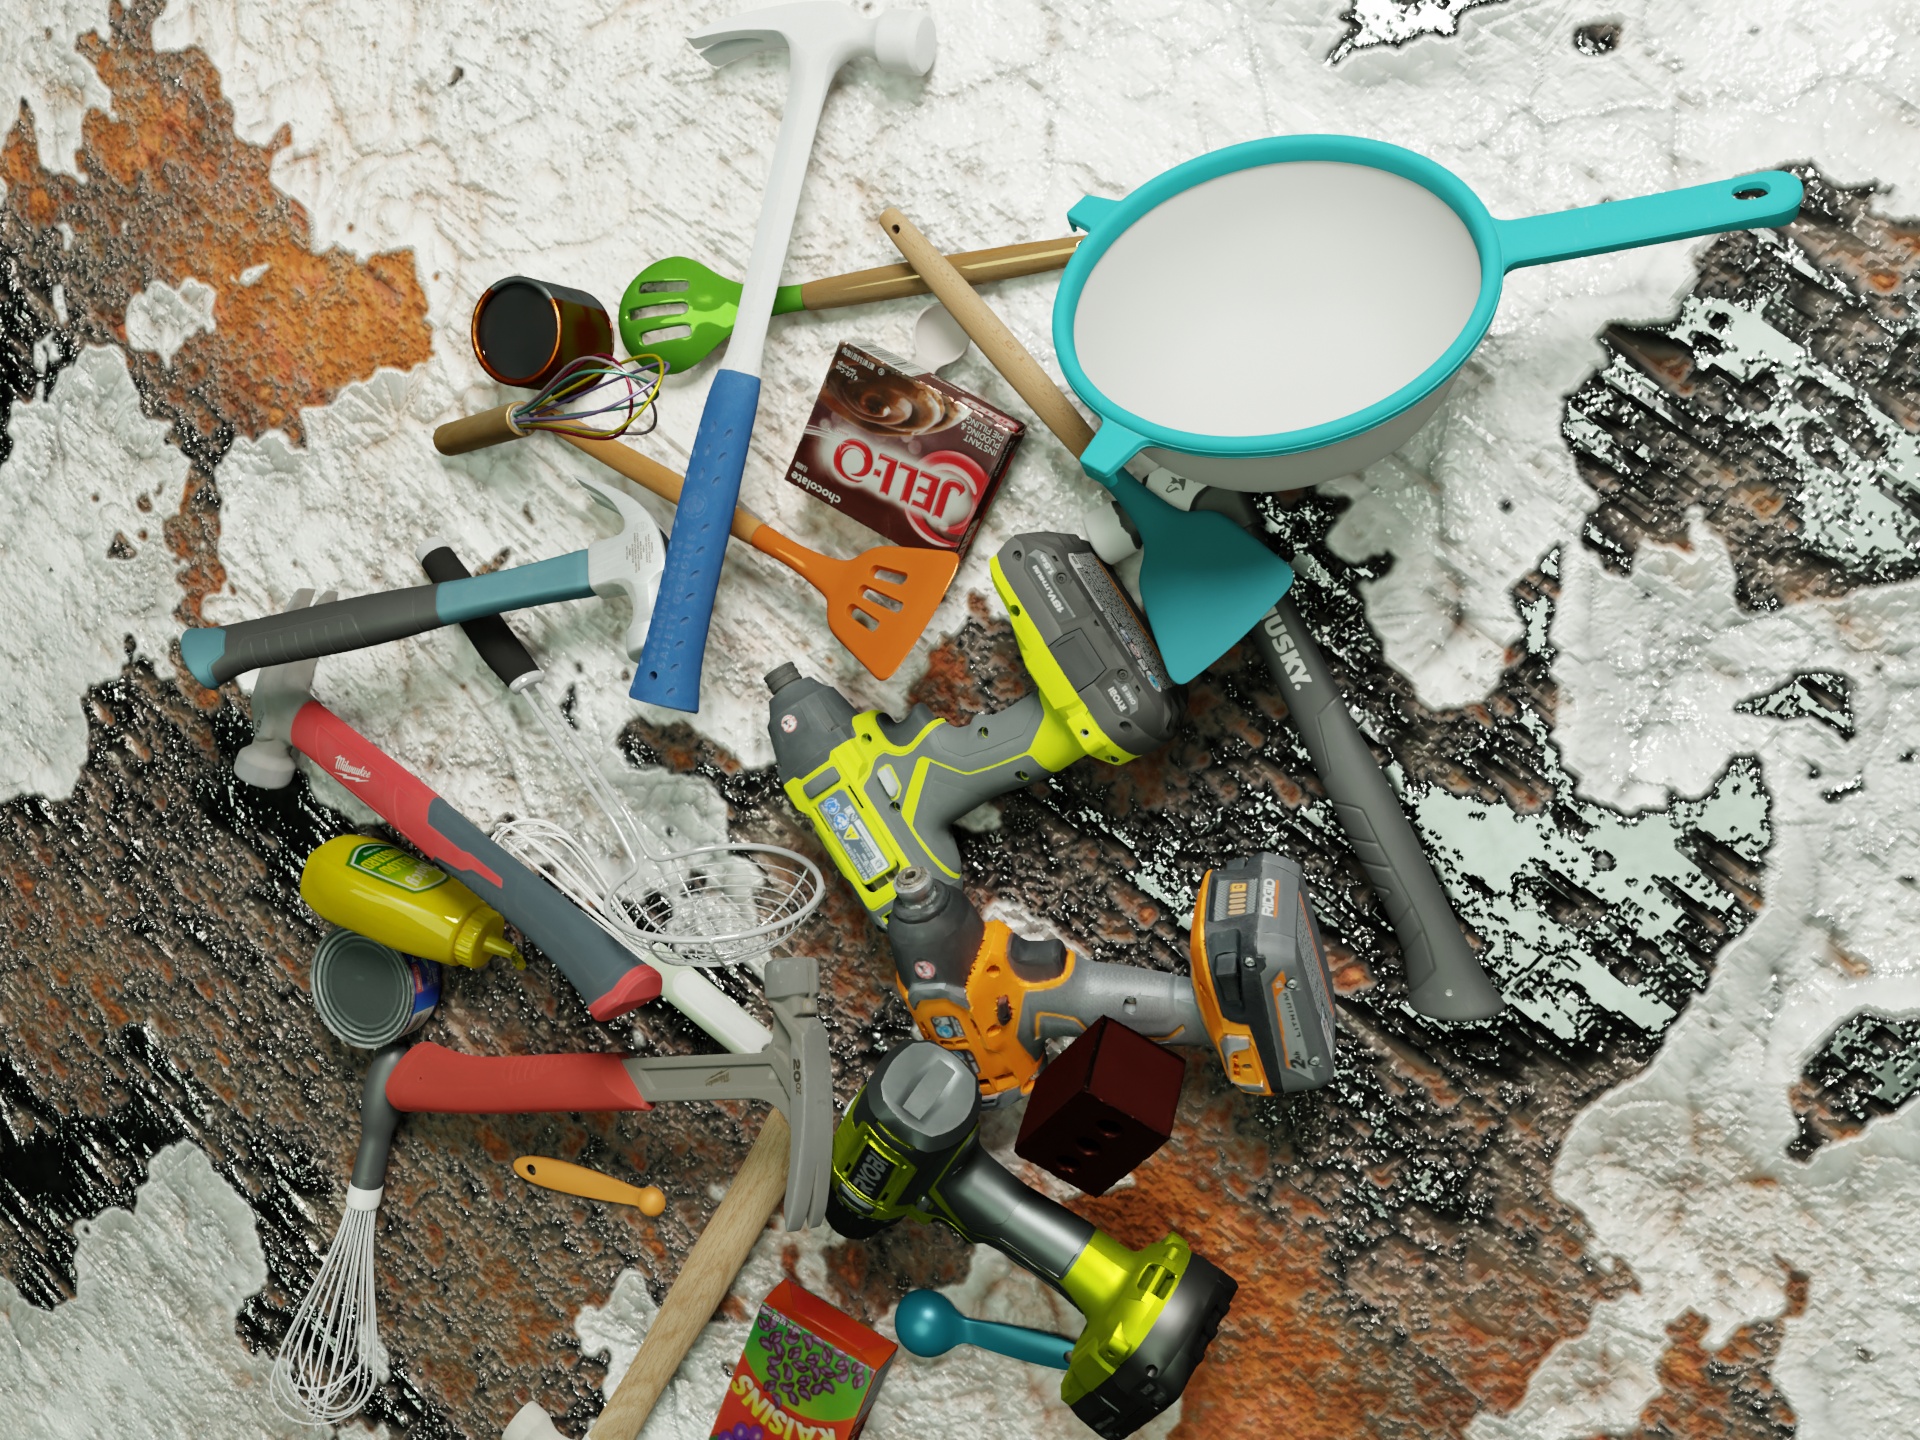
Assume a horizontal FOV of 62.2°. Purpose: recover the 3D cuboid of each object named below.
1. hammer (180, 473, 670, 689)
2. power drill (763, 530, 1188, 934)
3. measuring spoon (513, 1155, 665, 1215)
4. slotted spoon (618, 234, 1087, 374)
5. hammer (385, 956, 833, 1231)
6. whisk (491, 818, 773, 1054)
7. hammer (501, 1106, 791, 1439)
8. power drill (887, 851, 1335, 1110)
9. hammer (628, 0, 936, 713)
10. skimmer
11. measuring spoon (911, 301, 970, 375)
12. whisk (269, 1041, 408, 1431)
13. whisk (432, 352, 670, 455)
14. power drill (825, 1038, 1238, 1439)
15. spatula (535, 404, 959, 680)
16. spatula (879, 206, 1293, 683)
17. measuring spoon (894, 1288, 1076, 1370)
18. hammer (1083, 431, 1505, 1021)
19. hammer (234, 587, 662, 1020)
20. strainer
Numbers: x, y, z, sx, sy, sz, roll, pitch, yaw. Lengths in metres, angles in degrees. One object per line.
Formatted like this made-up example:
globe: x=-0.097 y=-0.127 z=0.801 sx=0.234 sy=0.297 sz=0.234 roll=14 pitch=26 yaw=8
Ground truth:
hammer: x=-0.331 y=-0.068 z=0.982 sx=0.331 sy=0.033 sz=0.128 roll=-11 pitch=66 yaw=11
power drill: x=-0.001 y=-0.003 z=0.895 sx=0.223 sy=0.080 sz=0.171 roll=-35 pitch=84 yaw=23
measuring spoon: x=-0.248 y=0.308 z=1.053 sx=0.117 sy=0.011 sz=0.021 roll=8 pitch=99 yaw=19
slotted spoon: x=-0.066 y=-0.251 z=0.917 sx=0.314 sy=0.031 sz=0.070 roll=-4 pitch=92 yaw=19
hammer: x=-0.227 y=0.233 z=0.981 sx=0.359 sy=0.036 sz=0.149 roll=-10 pitch=75 yaw=33
whisk: x=-0.202 y=0.144 z=1.001 sx=0.246 sy=0.058 sz=0.059 roll=37 pitch=150 yaw=8
hammer: x=-0.177 y=0.386 z=1.025 sx=0.130 sy=0.031 sz=0.331 roll=34 pitch=106 yaw=14
power drill: x=0.073 y=0.133 z=0.849 sx=0.226 sy=0.084 sz=0.164 roll=-8 pitch=127 yaw=21
hammer: x=-0.127 y=-0.207 z=0.898 sx=0.144 sy=0.035 sz=0.405 roll=13 pitch=90 yaw=20
skimmer: x=-0.223 y=0.005 z=0.968 sx=0.363 sy=0.127 sz=0.090 roll=51 pitch=134 yaw=16
measuring spoon: x=-0.029 y=-0.183 z=0.919 sx=0.034 sy=0.018 sz=0.124 roll=33 pitch=113 yaw=9
whisk: x=-0.418 y=0.358 z=1.102 sx=0.070 sy=0.070 sz=0.284 roll=16 pitch=96 yaw=18
whisk: x=-0.250 y=-0.179 z=0.939 sx=0.245 sy=0.051 sz=0.047 roll=-1 pitch=92 yaw=45
power drill: x=0.022 y=0.295 z=0.895 sx=0.228 sy=0.080 sz=0.190 roll=35 pitch=140 yaw=10
spatula: x=-0.139 y=-0.122 z=0.931 sx=0.323 sy=0.041 sz=0.081 roll=30 pitch=87 yaw=23
spatula: x=0.051 y=-0.162 z=0.842 sx=0.082 sy=0.044 sz=0.318 roll=-45 pitch=75 yaw=23
measuring spoon: x=0.017 y=0.375 z=0.956 sx=0.129 sy=0.021 sz=0.042 roll=5 pitch=98 yaw=21
hammer: x=0.201 y=0.005 z=0.842 sx=0.146 sy=0.035 sz=0.335 roll=-27 pitch=86 yaw=21
hammer: x=-0.321 y=0.056 z=0.995 sx=0.387 sy=0.038 sz=0.143 roll=31 pitch=105 yaw=28
strainer: x=0.219 y=-0.193 z=0.774 sx=0.340 sy=0.095 sz=0.211 roll=-8 pitch=55 yaw=12
